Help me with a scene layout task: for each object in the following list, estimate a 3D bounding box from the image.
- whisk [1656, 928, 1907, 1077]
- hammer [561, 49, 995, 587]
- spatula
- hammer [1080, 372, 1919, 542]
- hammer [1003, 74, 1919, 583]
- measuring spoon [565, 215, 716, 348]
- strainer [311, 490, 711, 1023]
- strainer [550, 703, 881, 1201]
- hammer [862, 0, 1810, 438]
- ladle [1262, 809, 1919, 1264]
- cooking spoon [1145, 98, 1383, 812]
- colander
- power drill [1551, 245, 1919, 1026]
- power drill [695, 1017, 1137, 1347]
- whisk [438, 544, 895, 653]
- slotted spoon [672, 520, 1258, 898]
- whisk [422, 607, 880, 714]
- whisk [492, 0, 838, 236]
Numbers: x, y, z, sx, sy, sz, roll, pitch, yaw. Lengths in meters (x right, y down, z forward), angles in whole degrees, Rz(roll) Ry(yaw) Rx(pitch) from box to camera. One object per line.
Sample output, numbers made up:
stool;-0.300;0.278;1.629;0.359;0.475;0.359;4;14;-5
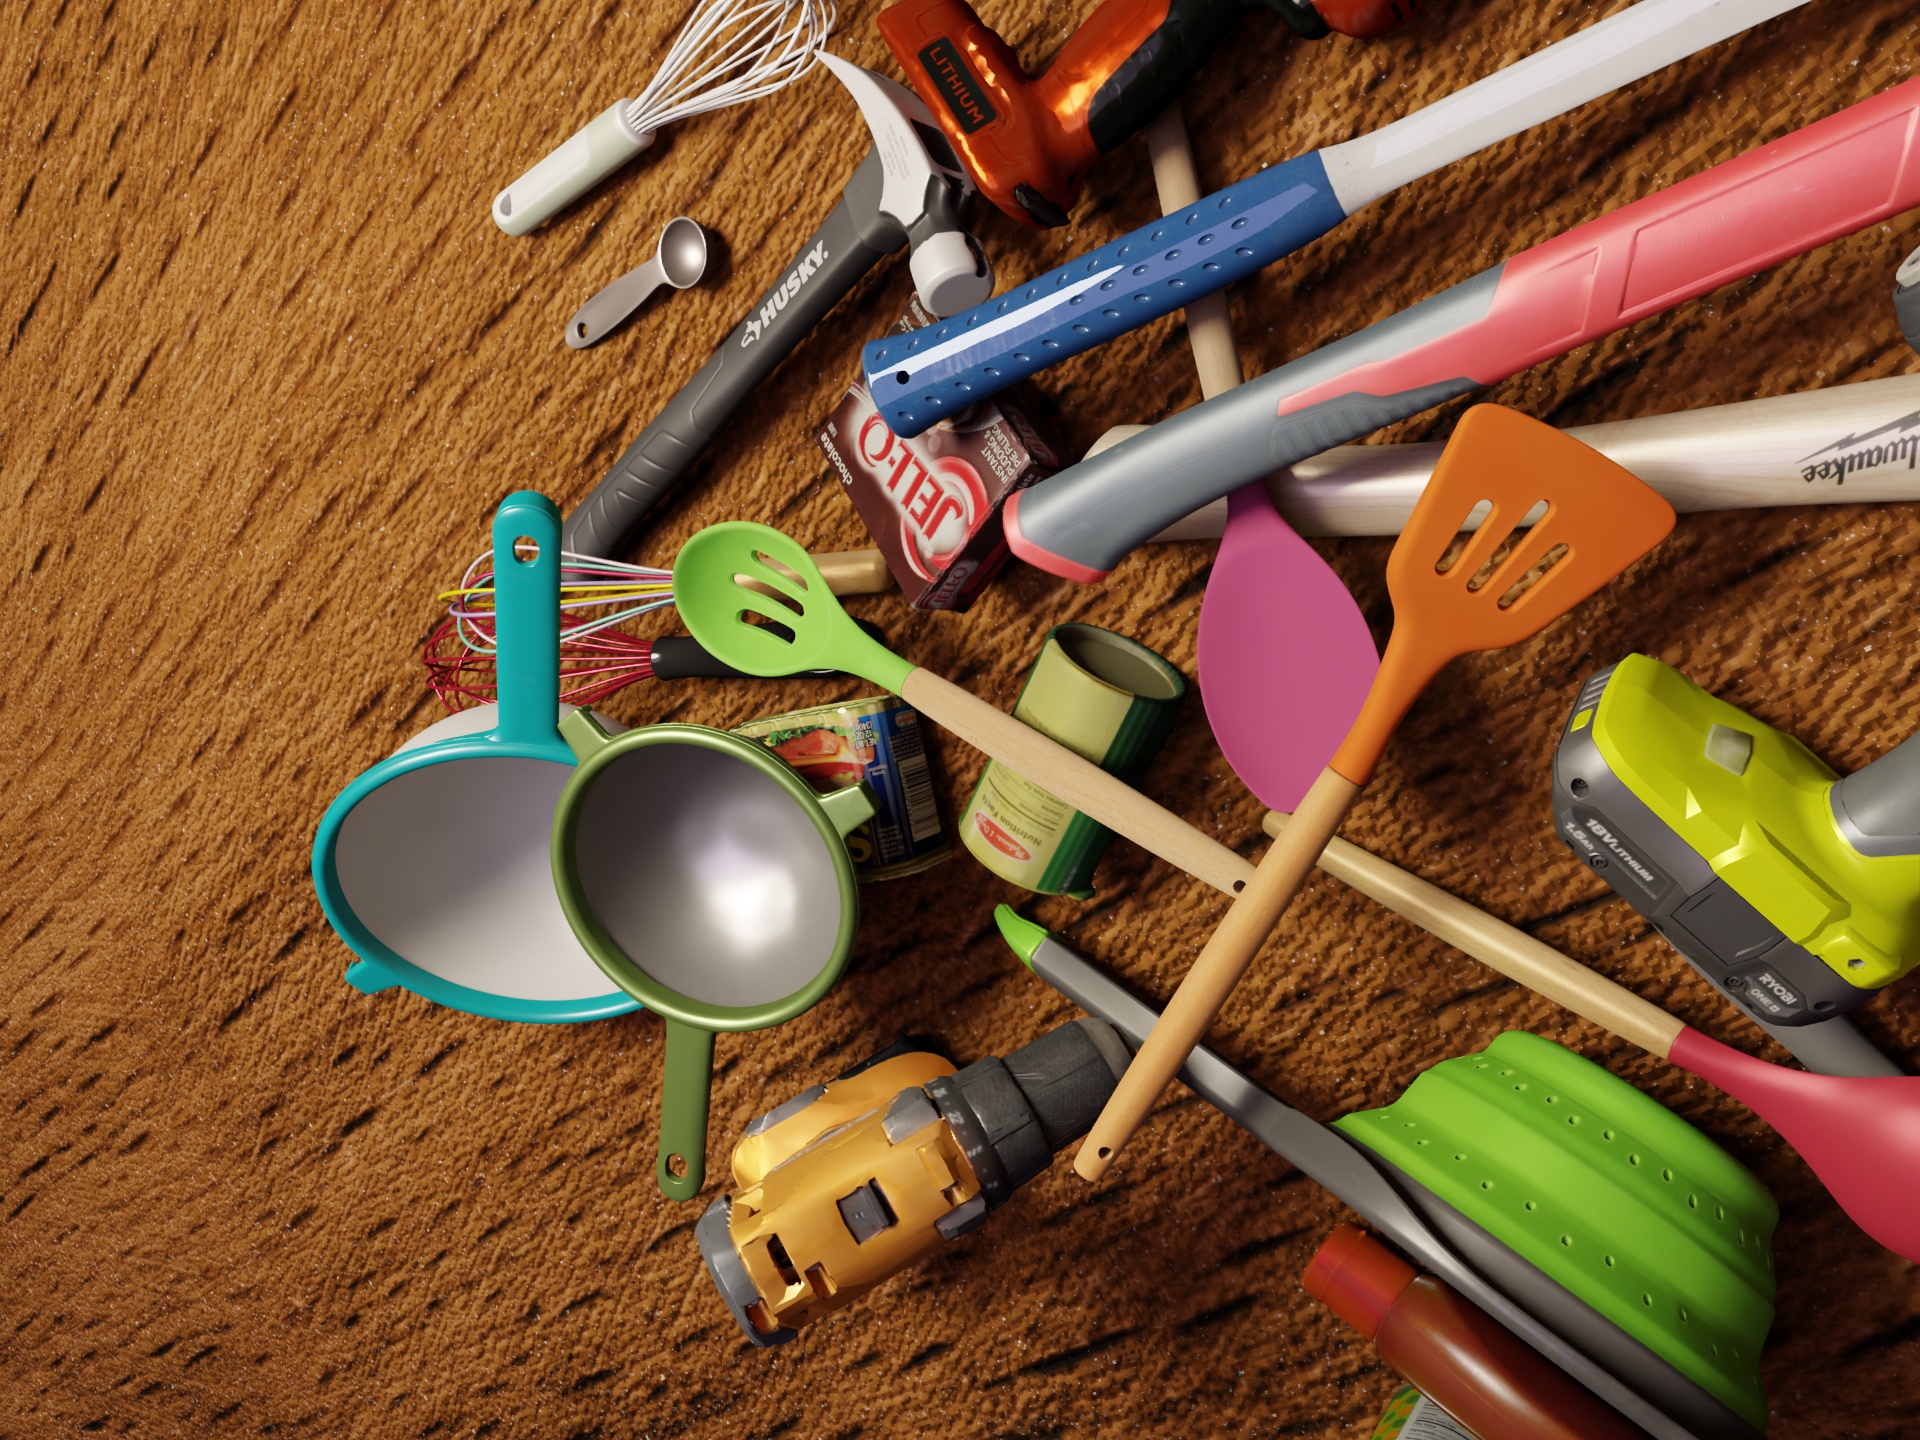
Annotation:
whisk;0.322;0.133;0.563;0.239;0.055;0.055;49;122;19
hammer;-0.115;-0.167;0.766;0.334;0.035;0.146;-37;61;39
spatula;0.127;0.042;0.571;0.081;0.041;0.322;29;104;-5
hammer;0.226;-0.081;0.579;0.411;0.038;0.146;0;103;33
hammer;0.169;-0.143;0.520;0.386;0.038;0.143;-20;108;33
measuring spoon;-0.163;-0.219;0.814;0.124;0.018;0.034;-19;88;41
strainer;-0.212;0.013;0.802;0.211;0.095;0.340;6;130;-8
strainer;-0.114;0.110;0.756;0.151;0.069;0.256;14;115;13
hammer;0.144;-0.189;0.561;0.405;0.035;0.144;-19;99;26
ladle;0.241;0.104;0.588;0.316;0.031;0.069;30;118;37
cooking spoon;0.105;-0.122;0.619;0.069;0.017;0.319;-15;81;25
colander;0.171;0.147;0.634;0.397;0.204;0.094;32;83;40
power drill;0.294;-0.020;0.479;0.190;0.080;0.228;42;135;2
power drill;-0.020;0.188;0.705;0.185;0.226;0.084;-29;84;-10
whisk;-0.151;-0.065;0.791;0.245;0.047;0.051;-3;57;17
slotted spoon;-0.001;-0.002;0.672;0.314;0.031;0.070;30;115;26
whisk;-0.172;-0.032;0.839;0.296;0.073;0.073;-2;100;27
whisk;-0.152;-0.293;0.768;0.246;0.059;0.058;-17;80;39
